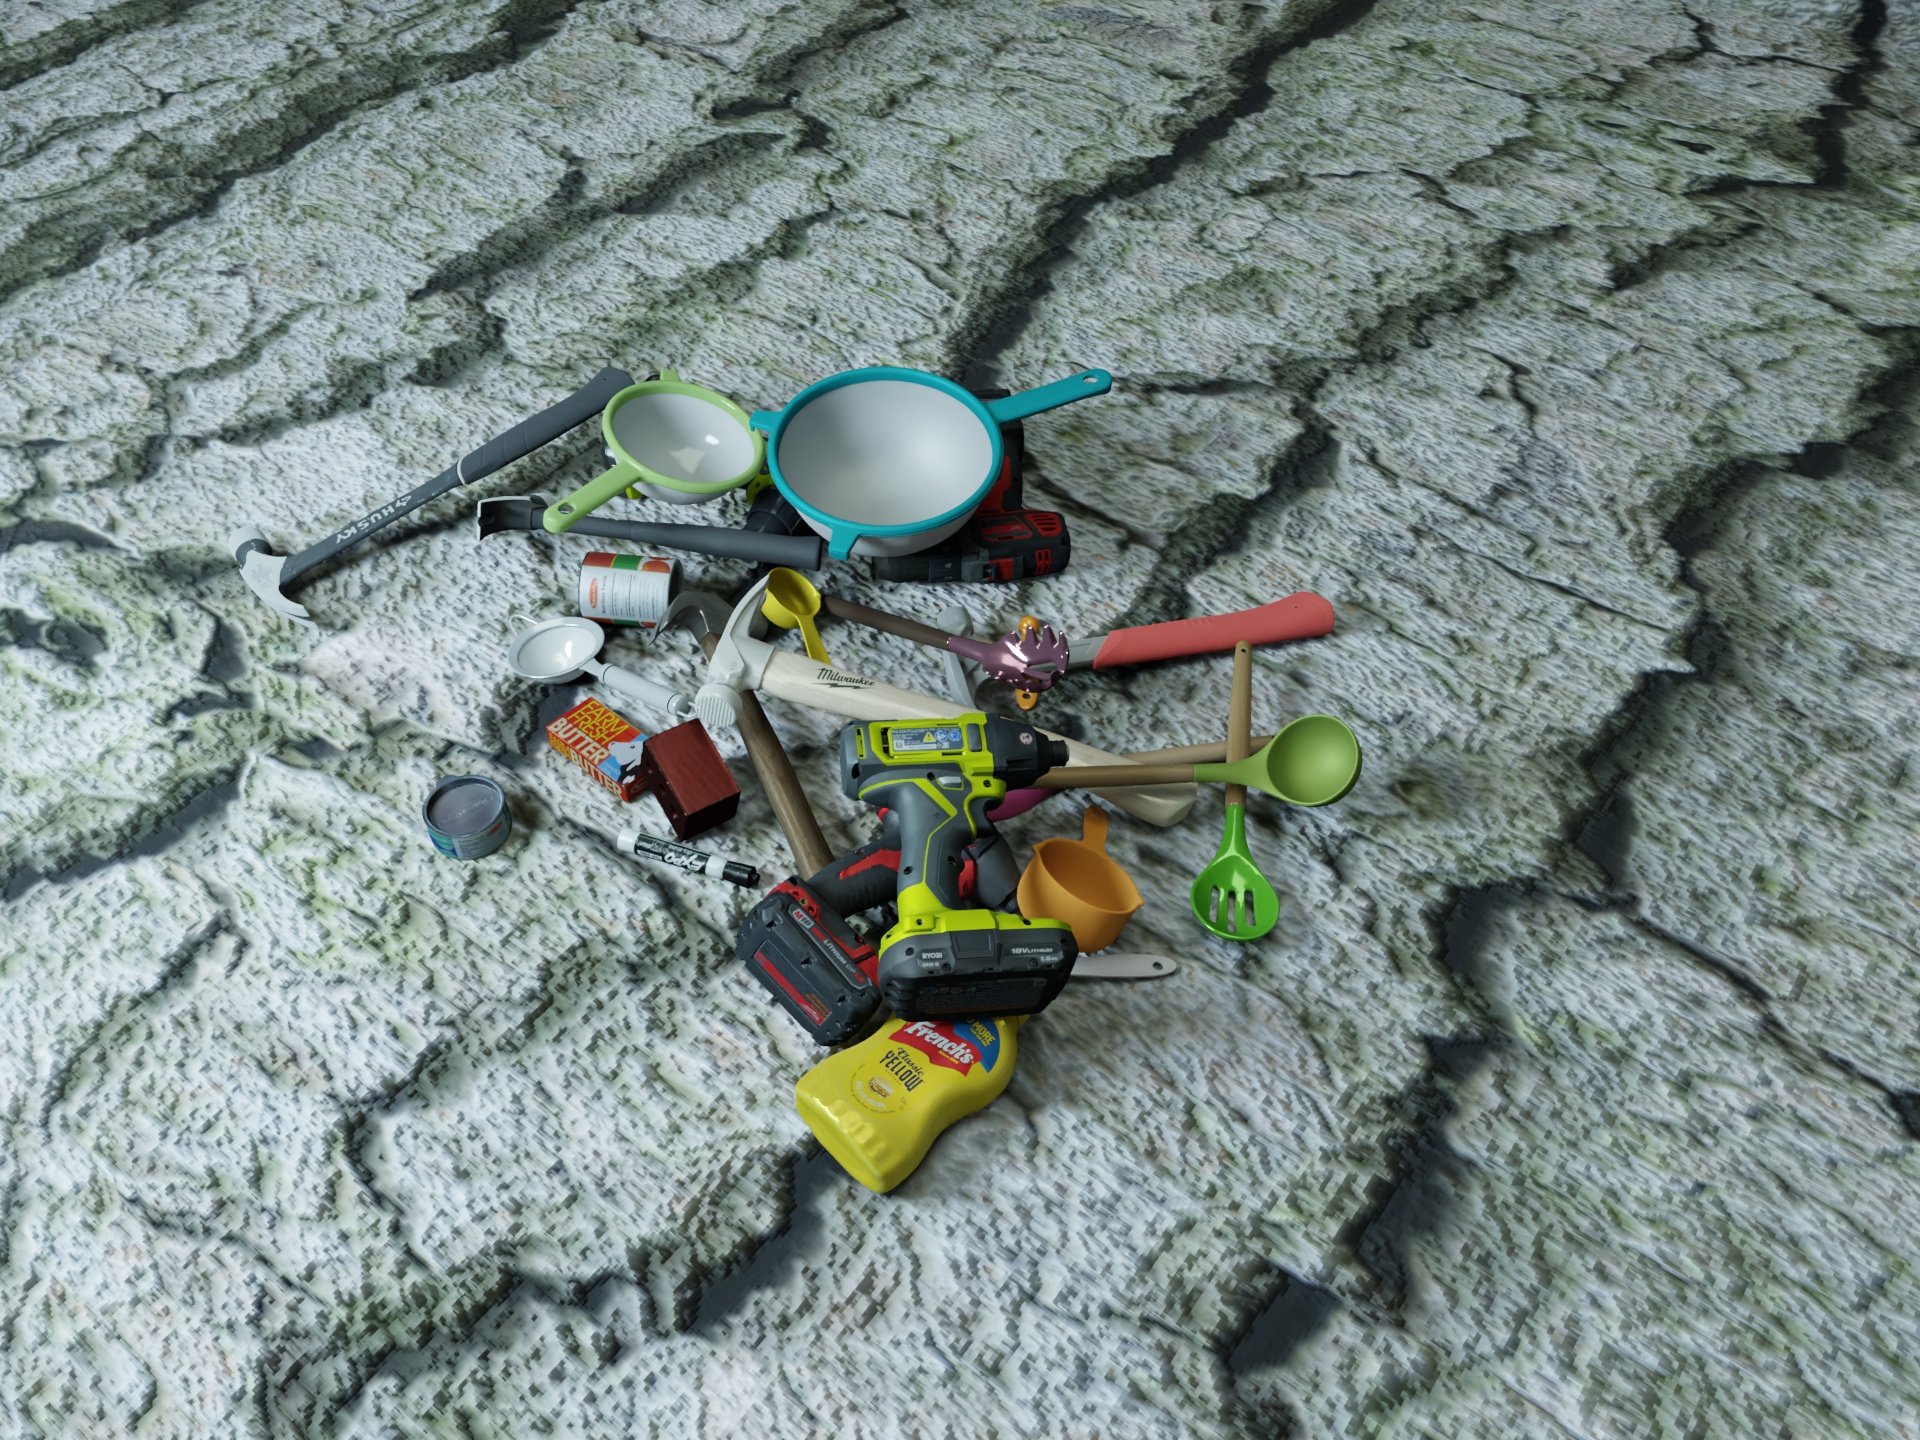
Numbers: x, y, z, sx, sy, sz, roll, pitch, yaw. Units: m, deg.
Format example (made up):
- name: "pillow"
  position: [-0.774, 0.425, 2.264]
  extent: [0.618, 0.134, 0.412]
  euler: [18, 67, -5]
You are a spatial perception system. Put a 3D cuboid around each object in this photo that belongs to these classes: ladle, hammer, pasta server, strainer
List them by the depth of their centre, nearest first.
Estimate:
- name: "ladle"
  position: [0.161, 0.038, 1.264]
  extent: [0.320, 0.062, 0.078]
  euler: [-2, 63, -6]
- name: "hammer"
  position: [-0.002, -0.004, 1.316]
  extent: [0.410, 0.038, 0.146]
  euler: [17, 51, -1]
- name: "hammer"
  position: [-0.170, 0.014, 1.329]
  extent: [0.130, 0.031, 0.332]
  euler: [12, 39, -45]
- name: "strainer"
  position: [-0.307, -0.039, 1.366]
  extent: [0.259, 0.050, 0.087]
  euler: [21, 48, 39]
- name: "pasta server"
  position: [-0.030, -0.078, 1.391]
  extent: [0.316, 0.040, 0.060]
  euler: [19, 67, 37]
- name: "hammer"
  position: [0.166, -0.062, 1.423]
  extent: [0.359, 0.036, 0.149]
  euler: [-9, 52, -11]
- name: "strainer"
  position: [-0.289, -0.217, 1.447]
  extent: [0.151, 0.069, 0.256]
  euler: [36, 47, 10]
- name: "hammer"
  position: [-0.284, -0.172, 1.464]
  extent: [0.335, 0.035, 0.146]
  euler: [9, 13, 13]
- name: "strainer"
  position: [-0.012, -0.242, 1.473]
  extent: [0.340, 0.095, 0.211]
  euler: [-22, 57, -18]
- name: "hammer"
  position: [-0.491, -0.227, 1.524]
  extent: [0.409, 0.036, 0.149]
  euler: [-33, 54, -13]

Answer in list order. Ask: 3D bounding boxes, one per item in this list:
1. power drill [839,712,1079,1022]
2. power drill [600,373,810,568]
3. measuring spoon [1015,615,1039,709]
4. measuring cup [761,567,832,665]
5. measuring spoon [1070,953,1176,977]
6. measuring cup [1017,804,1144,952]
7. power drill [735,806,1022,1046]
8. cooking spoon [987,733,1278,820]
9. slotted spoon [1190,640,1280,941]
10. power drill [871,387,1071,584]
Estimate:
- name: "power drill"
  position: [0.008, 0.096, 1.145]
  extent: [0.171, 0.080, 0.223]
  euler: [-2, 56, -10]
- name: "power drill"
  position: [-0.235, -0.246, 1.572]
  extent: [0.228, 0.080, 0.191]
  euler: [20, 54, 14]
- name: "measuring spoon"
  position: [0.061, -0.054, 1.437]
  extent: [0.021, 0.011, 0.117]
  euler: [3, 47, 2]
- name: "measuring cup"
  position: [-0.141, -0.068, 1.433]
  extent: [0.062, 0.029, 0.157]
  euler: [2, 56, -44]
- name: "measuring spoon"
  position: [0.104, 0.191, 1.209]
  extent: [0.124, 0.018, 0.034]
  euler: [0, 45, -10]
- name: "measuring cup"
  position: [0.092, 0.121, 1.252]
  extent: [0.095, 0.052, 0.174]
  euler: [27, 22, -3]
- name: "power drill"
  position: [-0.050, 0.137, 1.203]
  extent: [0.143, 0.078, 0.220]
  euler: [45, 52, 6]
- name: "cooking spoon"
  position: [0.126, 0.039, 1.346]
  extent: [0.319, 0.017, 0.069]
  euler: [-8, 52, -8]
- name: "slotted spoon"
  position: [0.230, 0.053, 1.312]
  extent: [0.070, 0.031, 0.314]
  euler: [7, 51, 4]
- name: "power drill"
  position: [-0.004, -0.219, 1.552]
  extent: [0.188, 0.080, 0.227]
  euler: [-7, 50, -7]
